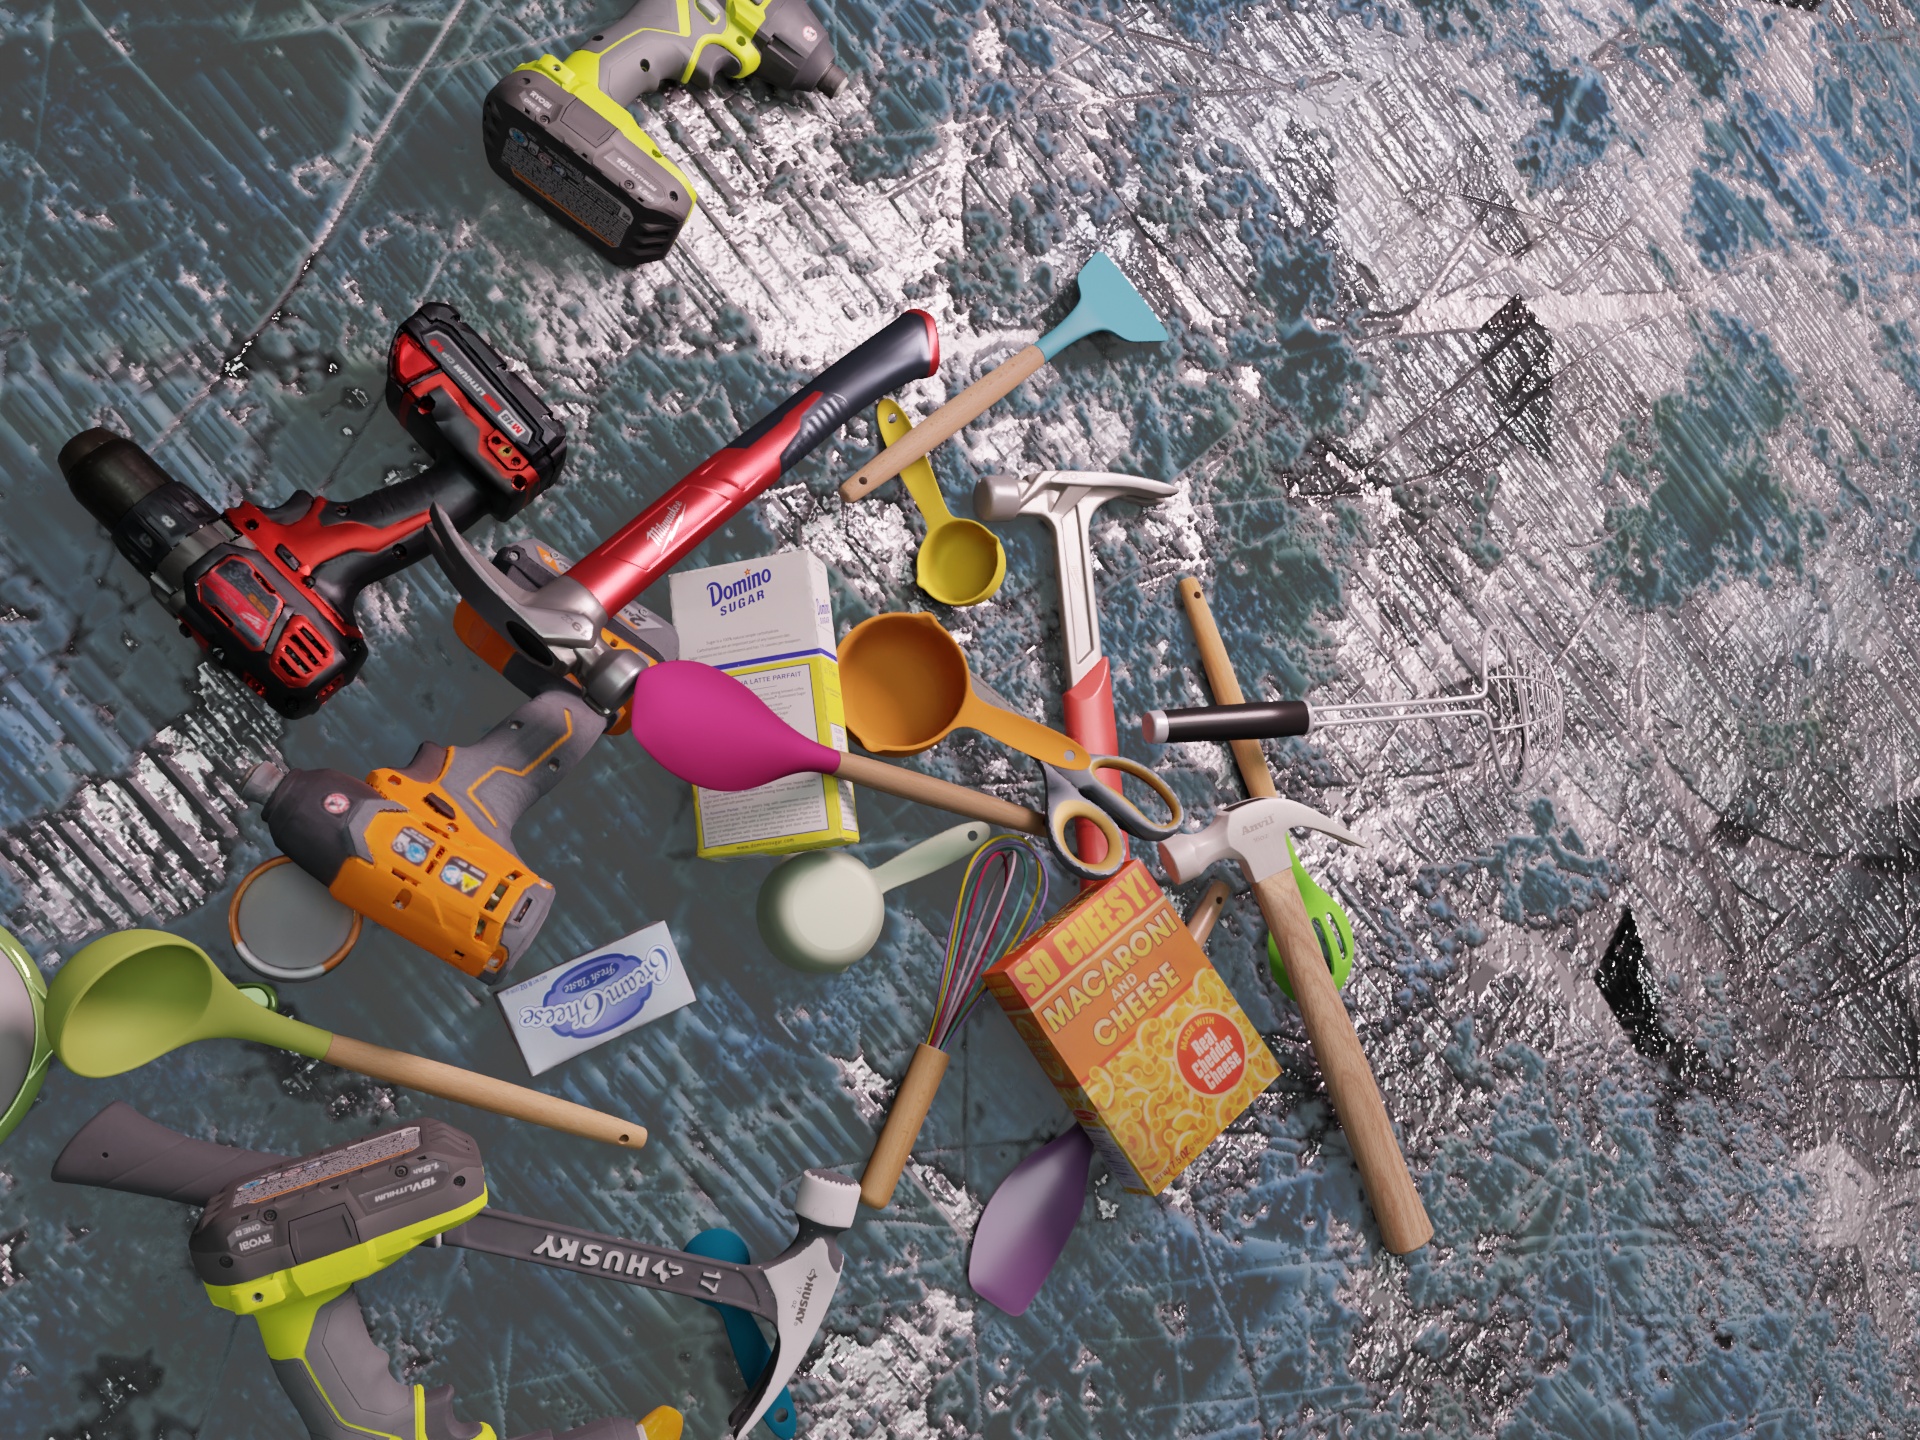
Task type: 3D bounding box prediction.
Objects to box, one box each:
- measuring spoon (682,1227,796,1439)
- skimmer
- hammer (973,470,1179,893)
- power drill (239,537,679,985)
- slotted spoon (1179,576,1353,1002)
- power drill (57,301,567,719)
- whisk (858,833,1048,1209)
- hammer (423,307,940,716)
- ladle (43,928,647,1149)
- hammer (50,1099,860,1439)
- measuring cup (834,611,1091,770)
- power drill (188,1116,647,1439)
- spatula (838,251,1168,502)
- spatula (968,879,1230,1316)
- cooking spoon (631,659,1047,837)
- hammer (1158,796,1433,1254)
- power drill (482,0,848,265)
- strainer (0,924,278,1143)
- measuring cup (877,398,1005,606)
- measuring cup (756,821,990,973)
[{"bbox_3d":[-0.122,0.354,0.914,0.042,0.021,0.128,-23,87,-25],"label":"measuring spoon"},{"bbox_3d":[0.285,-0.001,1.139,0.363,0.090,0.127,-4,84,-19],"label":"skimmer"},{"bbox_3d":[0.096,0.007,1.073,0.149,0.036,0.359,-1,79,-23],"label":"hammer"},{"bbox_3d":[-0.266,0.011,0.864,0.164,0.084,0.227,33,52,-14],"label":"power drill"},{"bbox_3d":[0.210,0.048,1.119,0.070,0.031,0.314,-16,84,-21],"label":"slotted spoon"},{"bbox_3d":[-0.357,-0.136,0.890,0.188,0.080,0.227,46,69,-8],"label":"power drill"},{"bbox_3d":[-0.011,0.182,0.988,0.047,0.051,0.245,41,67,-48],"label":"whisk"},{"bbox_3d":[-0.139,-0.164,0.956,0.143,0.038,0.386,42,51,-1],"label":"hammer"},{"bbox_3d":[-0.304,0.184,0.829,0.320,0.062,0.078,26,97,-29],"label":"ladle"},{"bbox_3d":[-0.264,0.276,0.851,0.408,0.036,0.149,17,83,-15],"label":"hammer"},{"bbox_3d":[-0.002,-0.003,1.006,0.173,0.052,0.095,23,78,-4],"label":"measuring cup"},{"bbox_3d":[-0.269,0.324,0.793,0.190,0.080,0.228,-15,95,-20],"label":"power drill"},{"bbox_3d":[0.031,-0.229,1.081,0.317,0.044,0.082,-40,93,-27],"label":"spatula"},{"bbox_3d":[0.098,0.234,1.036,0.059,0.018,0.316,39,68,-12],"label":"spatula"},{"bbox_3d":[-0.055,0.030,0.928,0.318,0.017,0.069,19,65,-41],"label":"cooking spoon"},{"bbox_3d":[0.251,0.206,1.077,0.130,0.031,0.331,-23,97,-10],"label":"hammer"},{"bbox_3d":[-0.184,-0.408,1.020,0.171,0.080,0.223,35,65,-13],"label":"power drill"},{"bbox_3d":[-0.474,0.152,0.780,0.256,0.069,0.151,-3,80,-22],"label":"strainer"},{"bbox_3d":[-0.017,-0.146,1.060,0.062,0.029,0.157,-28,74,14],"label":"measuring cup"},{"bbox_3d":[-0.046,0.099,0.991,0.167,0.038,0.083,-24,89,-23],"label":"measuring cup"}]
